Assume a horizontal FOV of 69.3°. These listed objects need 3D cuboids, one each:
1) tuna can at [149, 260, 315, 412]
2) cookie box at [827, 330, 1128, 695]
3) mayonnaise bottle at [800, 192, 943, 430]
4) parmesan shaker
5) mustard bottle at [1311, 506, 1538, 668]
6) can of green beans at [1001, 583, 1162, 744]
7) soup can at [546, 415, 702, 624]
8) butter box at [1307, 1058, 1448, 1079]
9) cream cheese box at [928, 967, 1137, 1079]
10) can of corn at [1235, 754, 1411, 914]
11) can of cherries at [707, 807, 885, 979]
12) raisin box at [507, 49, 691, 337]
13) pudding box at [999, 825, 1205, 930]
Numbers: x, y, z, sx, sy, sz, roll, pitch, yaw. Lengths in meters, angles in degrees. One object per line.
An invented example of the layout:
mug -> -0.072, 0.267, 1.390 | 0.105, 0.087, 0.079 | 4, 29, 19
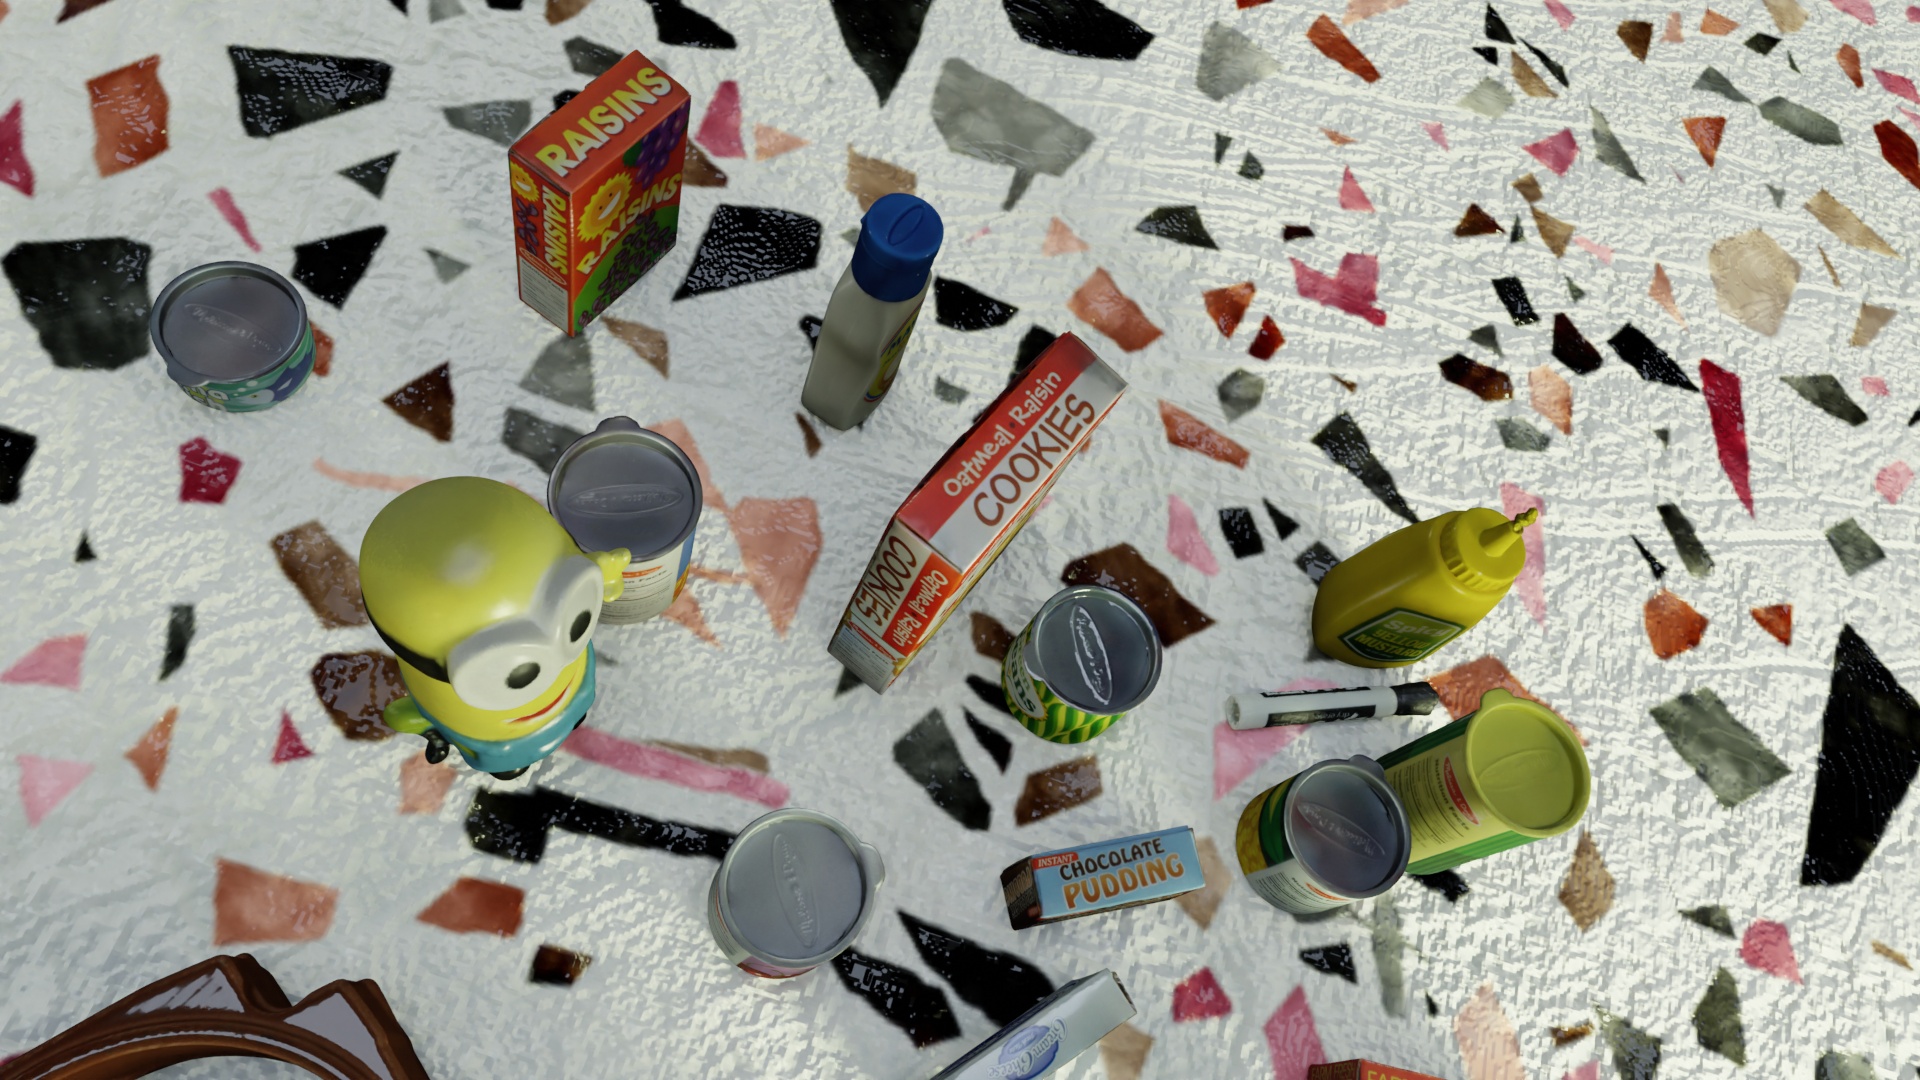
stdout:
tuna can -> -0.344, -0.094, 0.657 | 0.071, 0.032, 0.071 | 6, 66, -13
cookie box -> 0.002, -0.008, 0.639 | 0.040, 0.166, 0.123 | 39, 63, 3
mayonnaise bottle -> -0.042, -0.112, 0.684 | 0.041, 0.147, 0.065 | 34, 63, 1
parmesan shaker -> 0.249, 0.121, 0.687 | 0.071, 0.102, 0.071 | 6, 66, -13
mustard bottle -> 0.236, 0.020, 0.696 | 0.065, 0.159, 0.049 | 15, 64, -9
can of green beans -> 0.058, 0.062, 0.686 | 0.071, 0.057, 0.071 | 6, 66, -13
soup can -> -0.156, -0.007, 0.642 | 0.071, 0.083, 0.071 | 6, 66, -13
butter box -> 0.218, 0.264, 0.643 | 0.103, 0.053, 0.024 | 16, 64, -8
cream cheese box -> 0.023, 0.226, 0.606 | 0.104, 0.053, 0.024 | -27, 77, -24
can of corn -> 0.178, 0.144, 0.682 | 0.071, 0.058, 0.071 | 6, 66, -13
can of cherries -> -0.073, 0.155, 0.608 | 0.071, 0.058, 0.072 | 6, 66, -13
raisin box -> -0.177, -0.168, 0.685 | 0.040, 0.123, 0.086 | 38, 63, 3
pudding box -> 0.066, 0.158, 0.650 | 0.084, 0.049, 0.030 | -6, 69, -18
